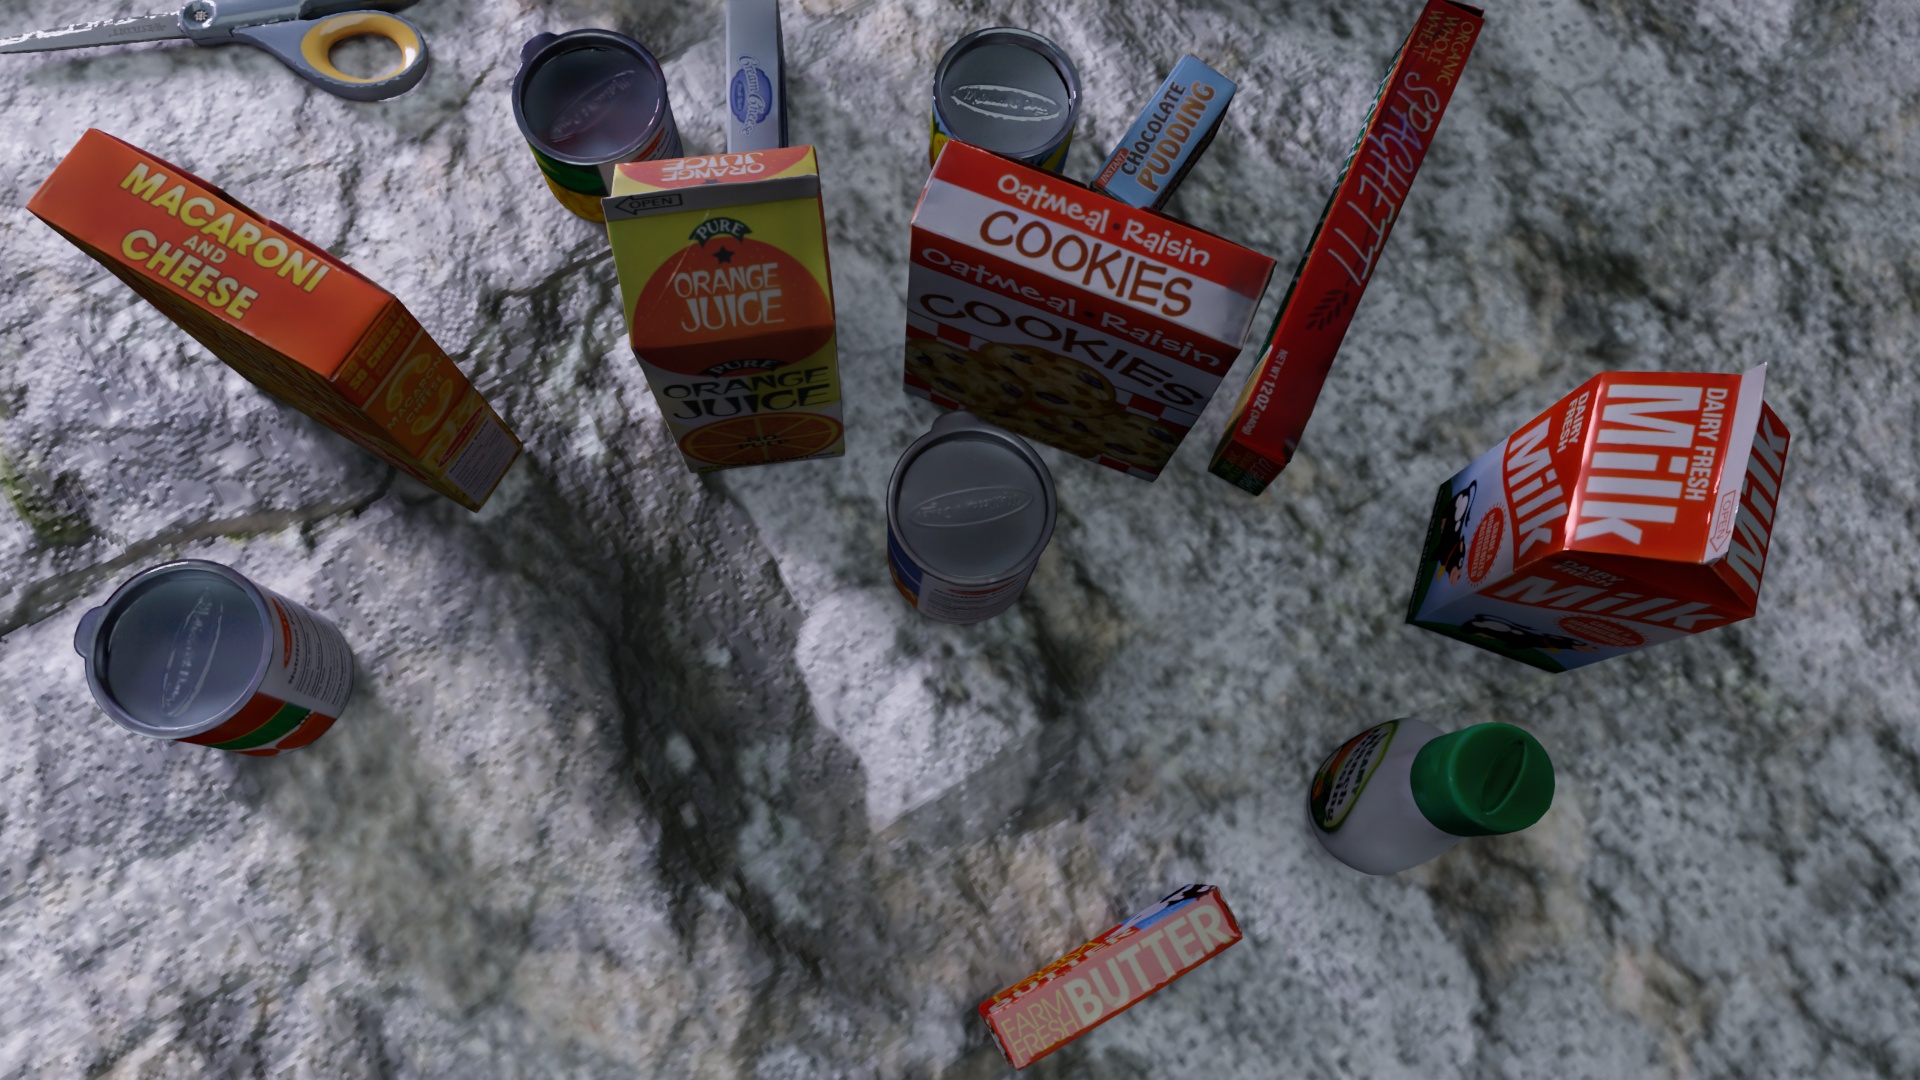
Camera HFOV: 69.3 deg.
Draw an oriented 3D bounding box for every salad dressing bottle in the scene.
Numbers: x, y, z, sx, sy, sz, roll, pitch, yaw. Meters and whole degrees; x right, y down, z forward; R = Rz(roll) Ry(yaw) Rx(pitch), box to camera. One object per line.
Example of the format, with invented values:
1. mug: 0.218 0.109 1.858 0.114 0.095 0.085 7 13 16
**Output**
1. salad dressing bottle: 0.174 0.095 0.526 0.044 0.147 0.064 33 76 5

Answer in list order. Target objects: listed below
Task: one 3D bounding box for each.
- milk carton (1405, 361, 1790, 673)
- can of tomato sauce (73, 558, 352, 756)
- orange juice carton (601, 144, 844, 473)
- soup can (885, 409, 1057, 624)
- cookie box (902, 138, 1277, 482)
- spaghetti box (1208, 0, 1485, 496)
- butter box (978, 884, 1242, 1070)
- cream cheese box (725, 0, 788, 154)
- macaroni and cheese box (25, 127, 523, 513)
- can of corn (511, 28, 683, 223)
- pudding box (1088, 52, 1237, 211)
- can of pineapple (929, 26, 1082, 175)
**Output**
1. milk carton: 0.246 -0.005 0.534 0.073 0.190 0.072 19 76 1
2. can of tomato sauce: -0.288 0.049 0.543 0.071 0.083 0.071 1 76 -3
3. orange juice carton: -0.085 -0.090 0.535 0.072 0.192 0.073 -7 76 -5
4. soup can: 0.002 -0.007 0.575 0.071 0.083 0.071 1 76 -3
5. cookie box: 0.042 -0.084 0.554 0.123 0.167 0.040 21 76 2
6. spaghetti box: 0.178 -0.138 0.637 0.029 0.050 0.250 26 75 3
7. butter box: 0.058 0.171 0.547 0.104 0.053 0.024 -27 79 -10
8. cream cheese box: -0.092 -0.189 0.632 0.024 0.053 0.104 -2 76 -4
9. macaroni and cheese box: -0.250 -0.077 0.535 0.124 0.166 0.040 29 76 4
10. can of corn: -0.163 -0.186 0.625 0.071 0.058 0.071 1 76 -3
11. pudding box: 0.090 -0.177 0.642 0.030 0.049 0.084 35 76 5
12. can of pineapple: 0.018 -0.189 0.636 0.071 0.057 0.071 1 76 -3
